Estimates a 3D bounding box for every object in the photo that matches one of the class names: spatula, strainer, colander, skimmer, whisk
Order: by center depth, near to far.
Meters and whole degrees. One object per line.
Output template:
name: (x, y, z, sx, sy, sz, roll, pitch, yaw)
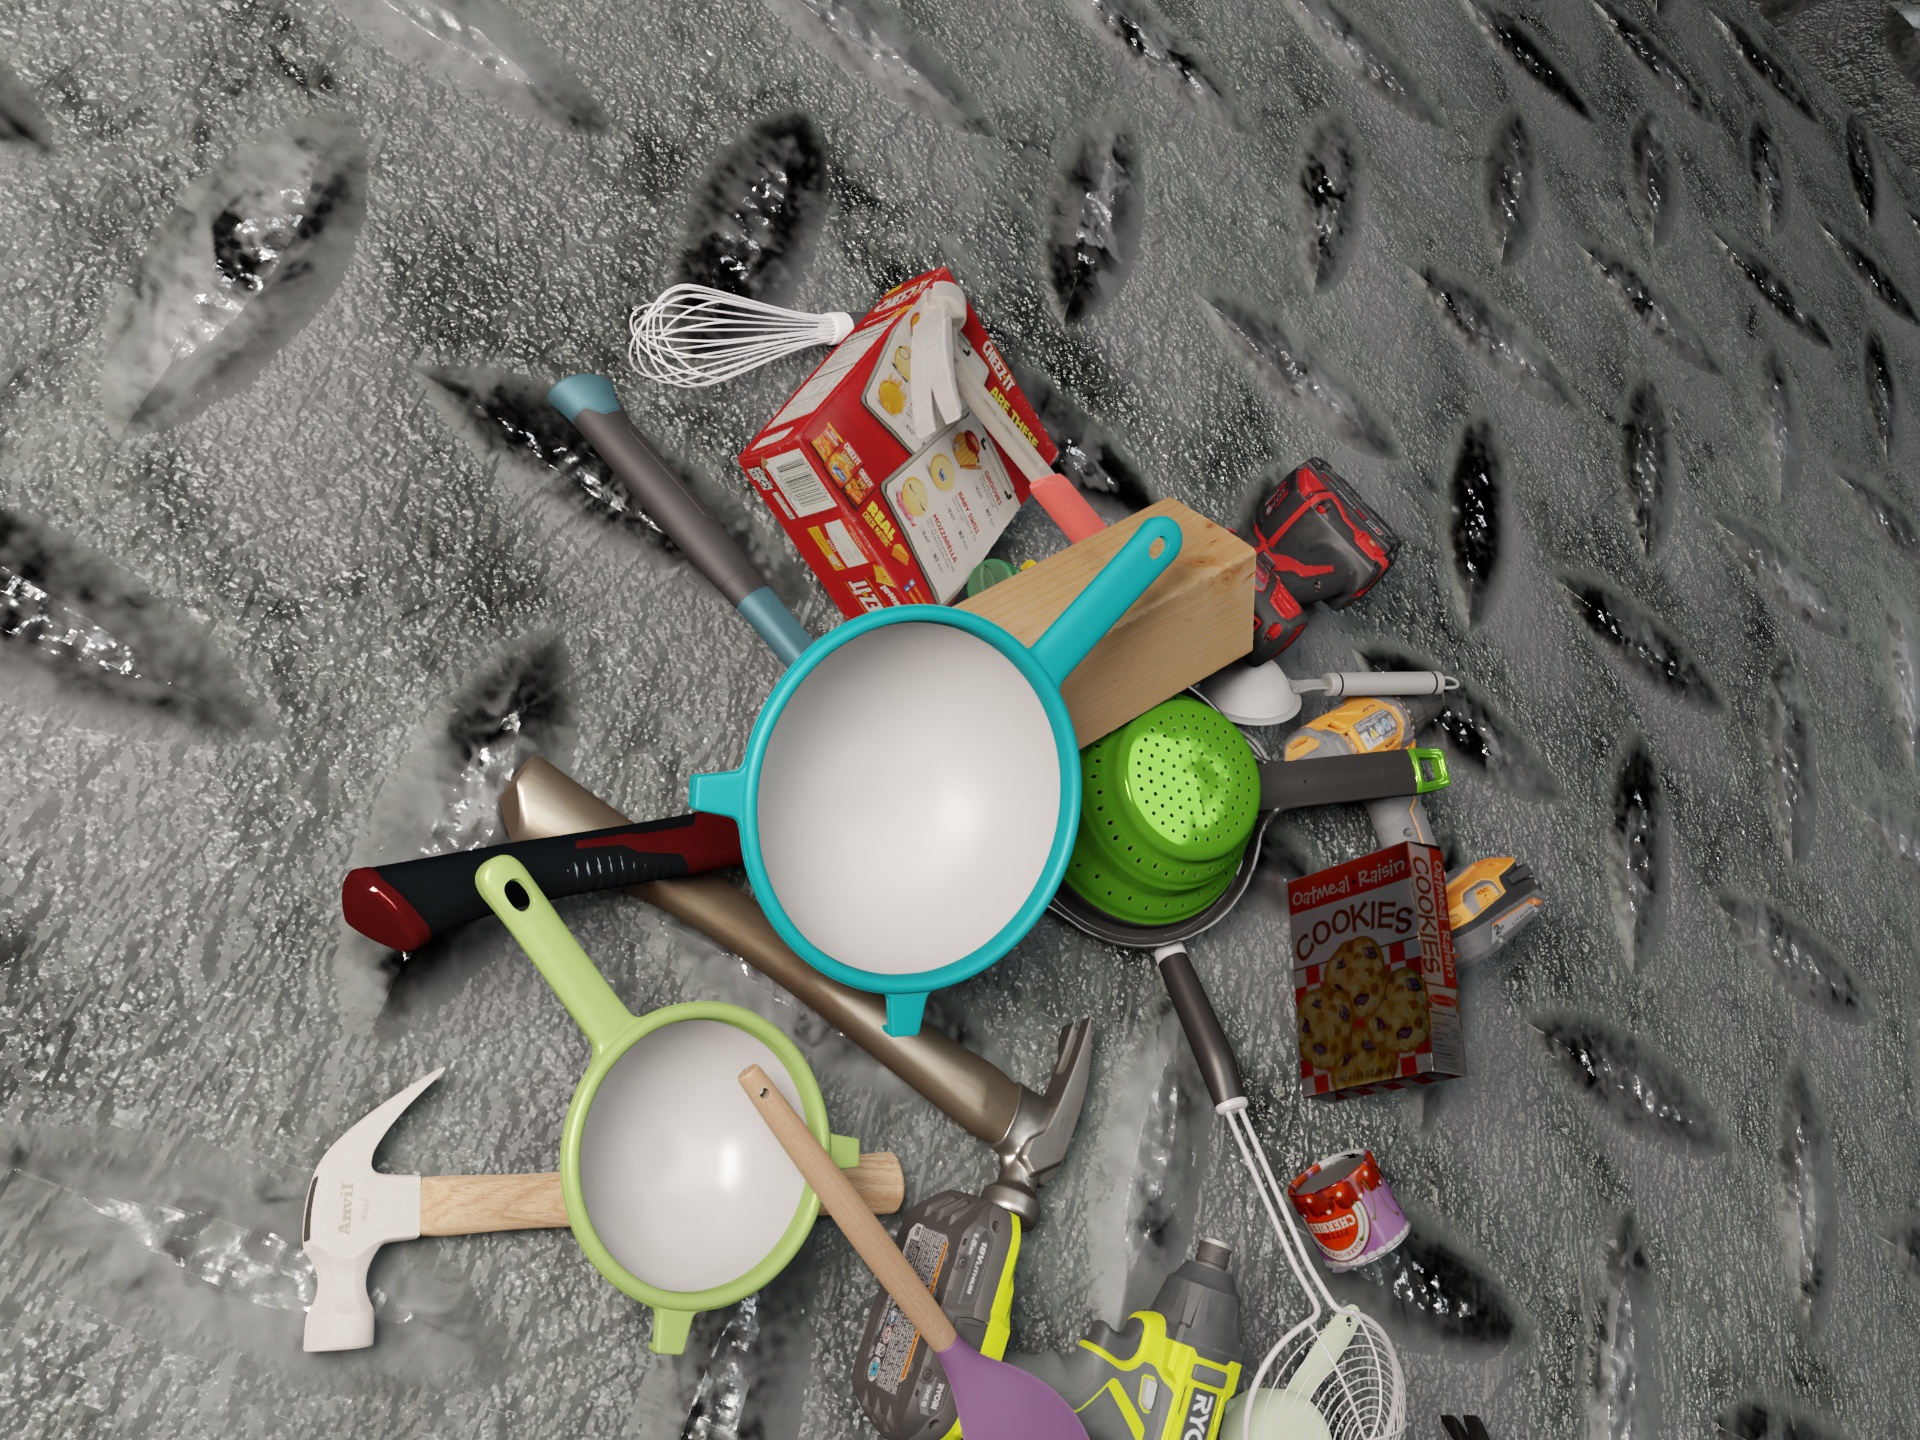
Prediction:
strainer: (-0.174, 0.179, 0.810, 0.151, 0.069, 0.256, -41, 103, -38)
spatula: (-0.020, 0.305, 0.835, 0.060, 0.018, 0.316, -38, 101, -21)
strainer: (-0.001, -0.003, 0.914, 0.340, 0.095, 0.210, -47, 115, -21)
skimmer: (0.189, 0.325, 1.056, 0.127, 0.090, 0.364, -1, 54, -29)
whisk: (-0.112, -0.272, 1.112, 0.284, 0.070, 0.070, -17, 81, -44)
colander: (0.212, 0.043, 1.128, 0.397, 0.094, 0.205, -5, 77, -25)
strainer: (0.286, -0.031, 1.255, 0.258, 0.050, 0.087, -1, 36, -21)

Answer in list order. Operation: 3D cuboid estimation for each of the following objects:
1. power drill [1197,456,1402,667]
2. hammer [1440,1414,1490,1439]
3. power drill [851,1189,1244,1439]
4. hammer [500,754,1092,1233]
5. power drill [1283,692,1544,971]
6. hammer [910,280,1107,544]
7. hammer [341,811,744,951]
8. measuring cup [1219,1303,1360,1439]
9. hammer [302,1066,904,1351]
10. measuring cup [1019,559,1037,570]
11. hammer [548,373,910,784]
power drill: (0.245, -0.132, 1.257, 0.143, 0.078, 0.219, 49, 41, 13)
hammer: (0.247, 0.564, 1.020, 0.336, 0.034, 0.127, -6, 75, -37)
power drill: (0.063, 0.365, 0.929, 0.223, 0.080, 0.171, 27, 71, -23)
hammer: (-0.090, 0.143, 0.959, 0.410, 0.038, 0.146, 38, 52, -17)
power drill: (0.379, 0.075, 1.298, 0.185, 0.084, 0.226, -26, 82, -40)
hammer: (0.079, -0.138, 1.109, 0.358, 0.036, 0.149, 45, 31, -38)
hammer: (-0.160, 0.057, 0.900, 0.386, 0.038, 0.143, -7, 63, -45)
measuring cup: (0.235, 0.450, 1.057, 0.167, 0.038, 0.083, -39, 95, -37)
hammer: (-0.176, 0.252, 0.853, 0.331, 0.031, 0.130, 8, 67, -34)
measuring cup: (0.029, -0.063, 1.145, 0.062, 0.029, 0.157, 42, 41, -18)
hammer: (-0.138, -0.087, 0.990, 0.331, 0.033, 0.128, 49, 38, 5)
